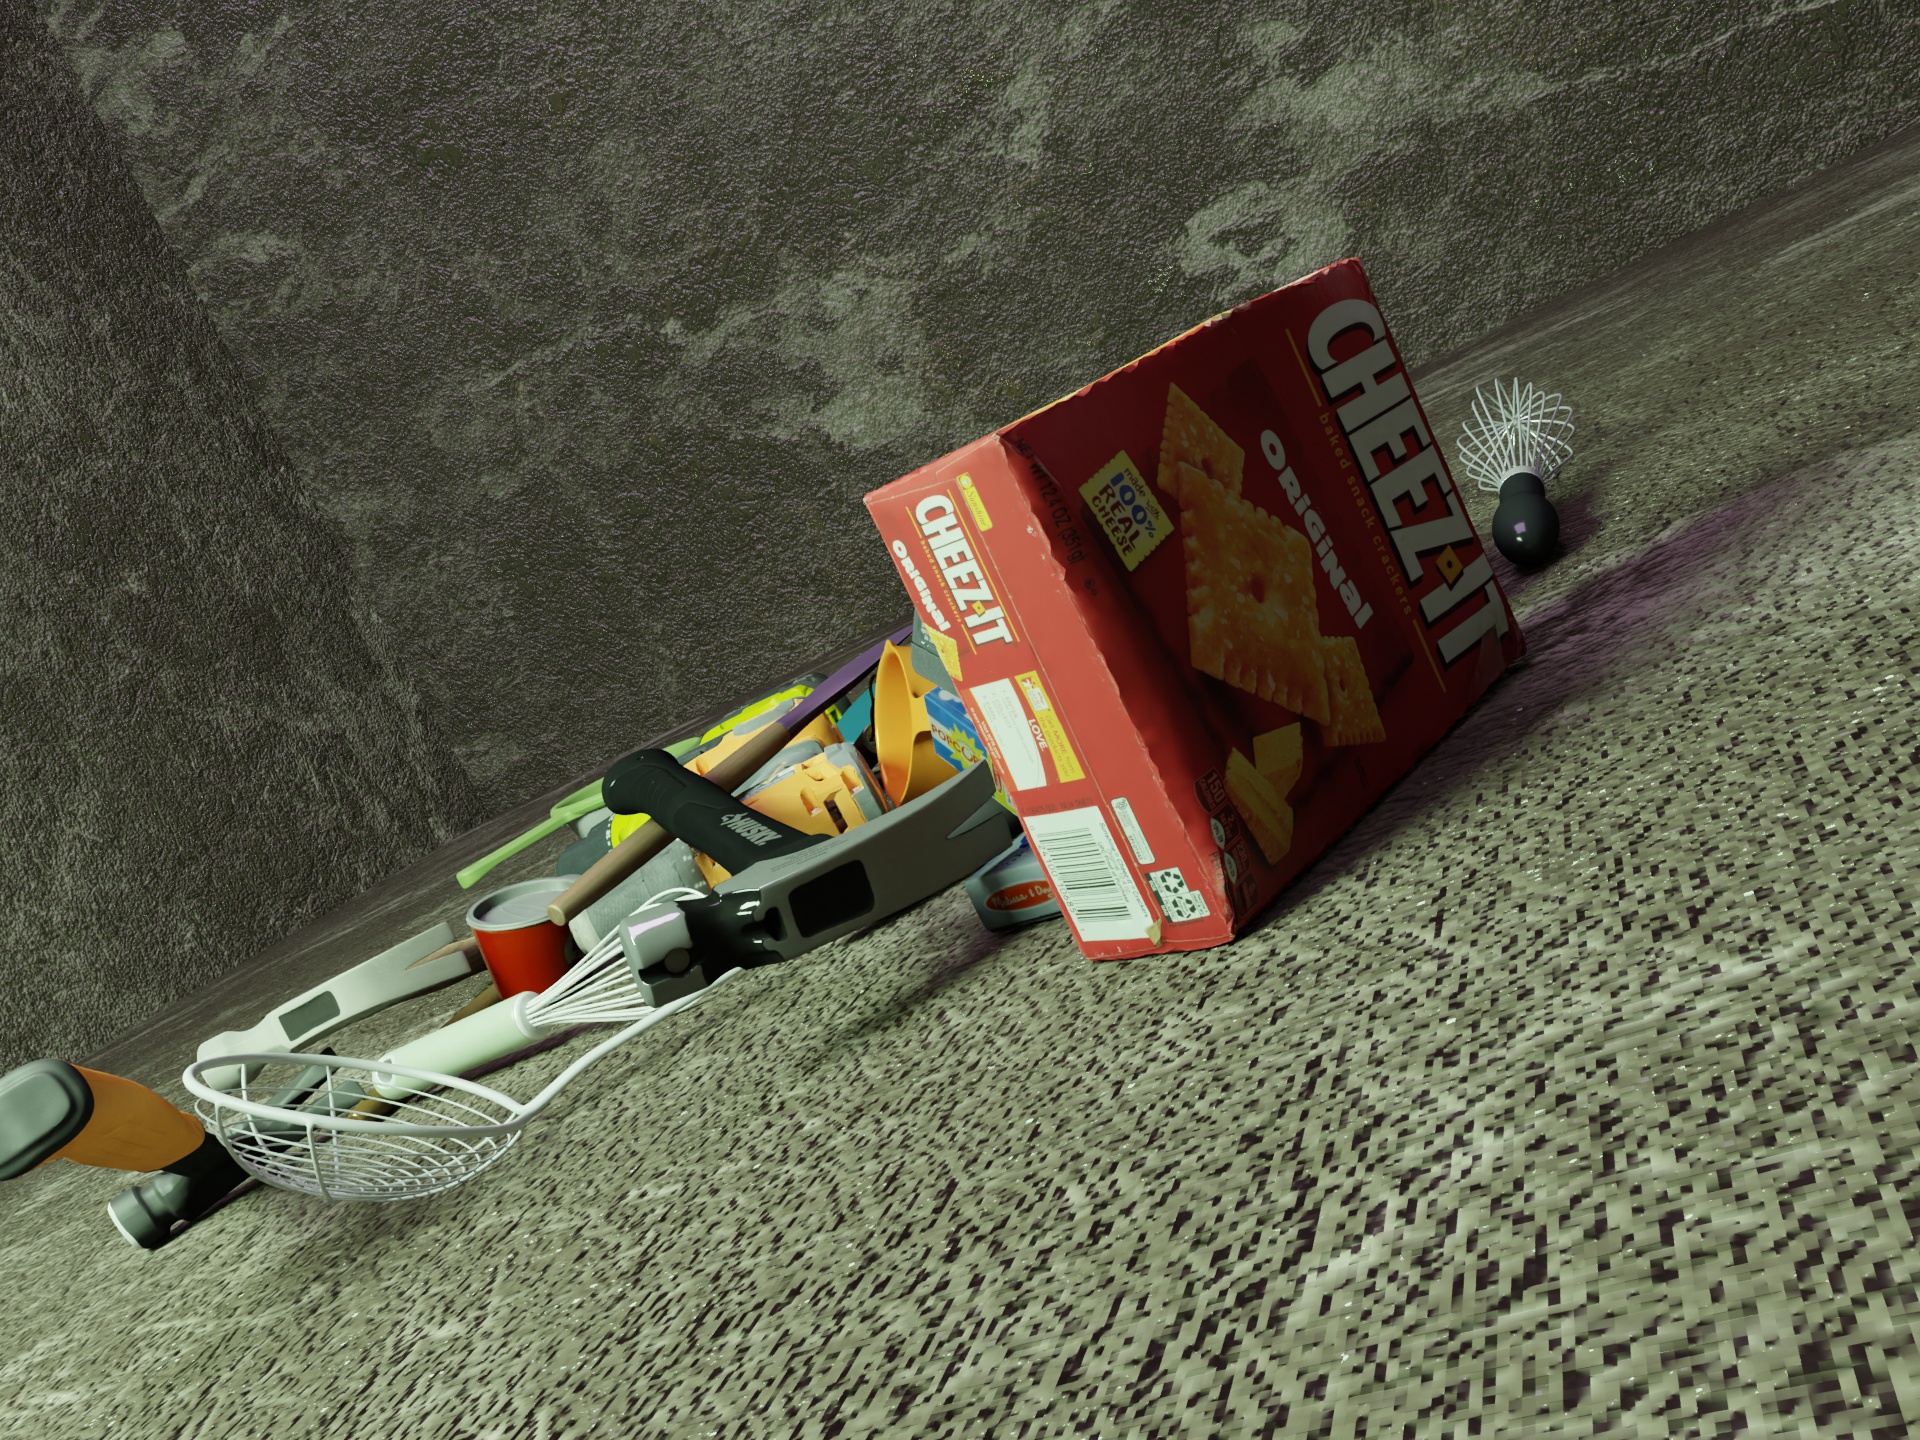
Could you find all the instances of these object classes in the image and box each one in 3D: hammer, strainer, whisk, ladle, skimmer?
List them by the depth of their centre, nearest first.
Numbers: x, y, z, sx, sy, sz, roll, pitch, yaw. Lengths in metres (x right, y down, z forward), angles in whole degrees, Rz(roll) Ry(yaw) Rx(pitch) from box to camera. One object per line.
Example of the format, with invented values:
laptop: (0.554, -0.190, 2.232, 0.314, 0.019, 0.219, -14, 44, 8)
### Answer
skimmer: (-0.126, 0.089, 0.663, 0.363, 0.090, 0.127, -29, 7, -17)
hammer: (-0.336, 0.174, 0.678, 0.127, 0.034, 0.336, -36, -6, -21)
hammer: (-0.099, 0.043, 0.687, 0.146, 0.035, 0.335, -21, 12, -19)
whisk: (-0.202, 0.141, 0.775, 0.246, 0.058, 0.059, -25, -28, 27)
whisk: (0.297, -0.129, 0.841, 0.070, 0.070, 0.285, -24, 13, 25)
ladle: (-0.269, 0.158, 0.957, 0.069, 0.031, 0.315, -12, 14, 19)
hammer: (-0.331, 0.156, 0.984, 0.130, 0.031, 0.331, -28, -2, 1)
whisk: (-0.052, 0.003, 1.034, 0.047, 0.051, 0.245, -12, -12, -19)
strainer: (-0.320, 0.099, 1.396, 0.256, 0.069, 0.151, -34, 12, -39)

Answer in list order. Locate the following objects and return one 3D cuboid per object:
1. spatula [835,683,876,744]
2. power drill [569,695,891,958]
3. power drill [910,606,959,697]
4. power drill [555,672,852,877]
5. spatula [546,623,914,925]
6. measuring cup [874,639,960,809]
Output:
spatula: (0.041, -0.030, 1.092, 0.317, 0.044, 0.082, -19, 22, 40)
power drill: (-0.139, 0.065, 0.954, 0.185, 0.084, 0.226, -28, 12, -3)
power drill: (0.086, -0.068, 0.681, 0.226, 0.084, 0.164, -22, 40, -40)
power drill: (-0.187, 0.054, 1.207, 0.190, 0.080, 0.228, -23, 11, 28)
spatula: (-0.118, 0.021, 0.889, 0.060, 0.018, 0.316, -26, 12, 43)
measuring cup: (-0.001, -0.003, 0.844, 0.052, 0.095, 0.173, -2, -5, -18)
